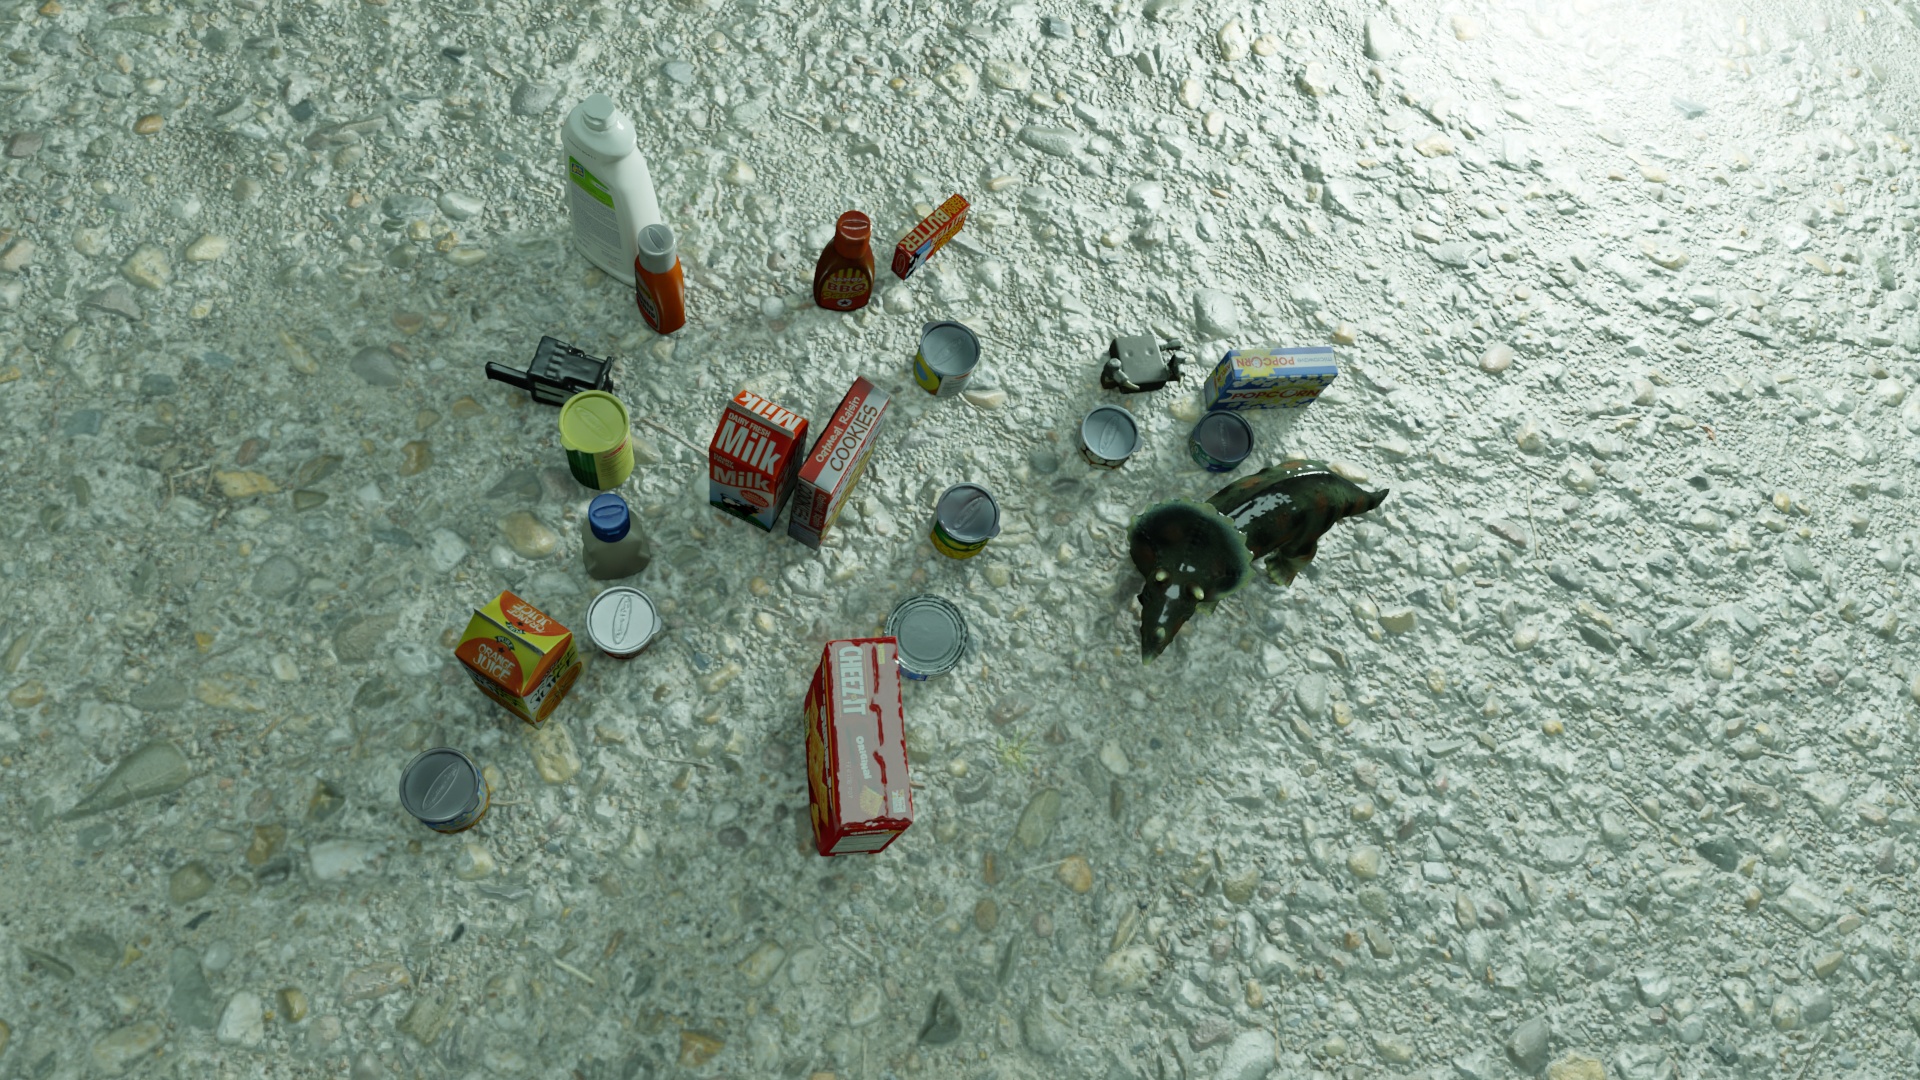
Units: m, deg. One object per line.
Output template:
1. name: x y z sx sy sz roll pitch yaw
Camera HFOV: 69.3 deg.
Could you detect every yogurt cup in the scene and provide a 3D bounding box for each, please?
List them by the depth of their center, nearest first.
1. yogurt cup: -0.328 0.083 1.350 0.072 0.053 0.072 3 70 -9

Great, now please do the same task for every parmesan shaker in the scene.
1. parmesan shaker: -0.363 -0.096 1.382 0.071 0.102 0.071 3 70 -9

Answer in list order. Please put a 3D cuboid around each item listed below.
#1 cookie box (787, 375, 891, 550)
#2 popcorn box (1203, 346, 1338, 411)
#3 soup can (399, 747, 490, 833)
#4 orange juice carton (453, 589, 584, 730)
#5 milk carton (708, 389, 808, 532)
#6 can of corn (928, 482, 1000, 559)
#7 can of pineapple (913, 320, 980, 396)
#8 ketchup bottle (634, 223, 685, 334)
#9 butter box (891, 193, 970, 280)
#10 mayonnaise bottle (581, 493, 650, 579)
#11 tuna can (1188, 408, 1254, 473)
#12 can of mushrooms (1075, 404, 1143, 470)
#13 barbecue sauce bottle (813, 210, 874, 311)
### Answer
1. cookie box: -0.124 -0.074 1.385 0.040 0.166 0.123 28 68 0
2. popcorn box: 0.347 -0.181 1.556 0.127 0.085 0.038 -4 72 -12
3. soup can: -0.462 0.229 1.255 0.071 0.083 0.071 3 70 -9
4. orange juice carton: -0.397 0.105 1.254 0.072 0.192 0.073 33 68 2
5. milk carton: -0.199 -0.083 1.361 0.072 0.189 0.074 27 68 -1
6. can of corn: 0.005 -0.018 1.447 0.071 0.058 0.071 3 70 -9
7. can of pineapple: -0.016 -0.198 1.509 0.071 0.057 0.071 3 70 -9
8. ketchup bottle: -0.310 -0.272 1.431 0.044 0.148 0.065 -30 79 -19
9. butter box: -0.034 -0.341 1.560 0.024 0.053 0.104 42 69 6
10. mayonnaise bottle: -0.332 -0.003 1.330 0.065 0.147 0.041 -13 74 -15
11. tuna can: 0.288 -0.110 1.548 0.071 0.032 0.071 3 70 -9
12. can of mushrooms: 0.163 -0.112 1.524 0.071 0.033 0.071 3 70 -9
13. barbecue sauce bottle: -0.120 -0.297 1.476 0.065 0.148 0.044 -2 71 -11
